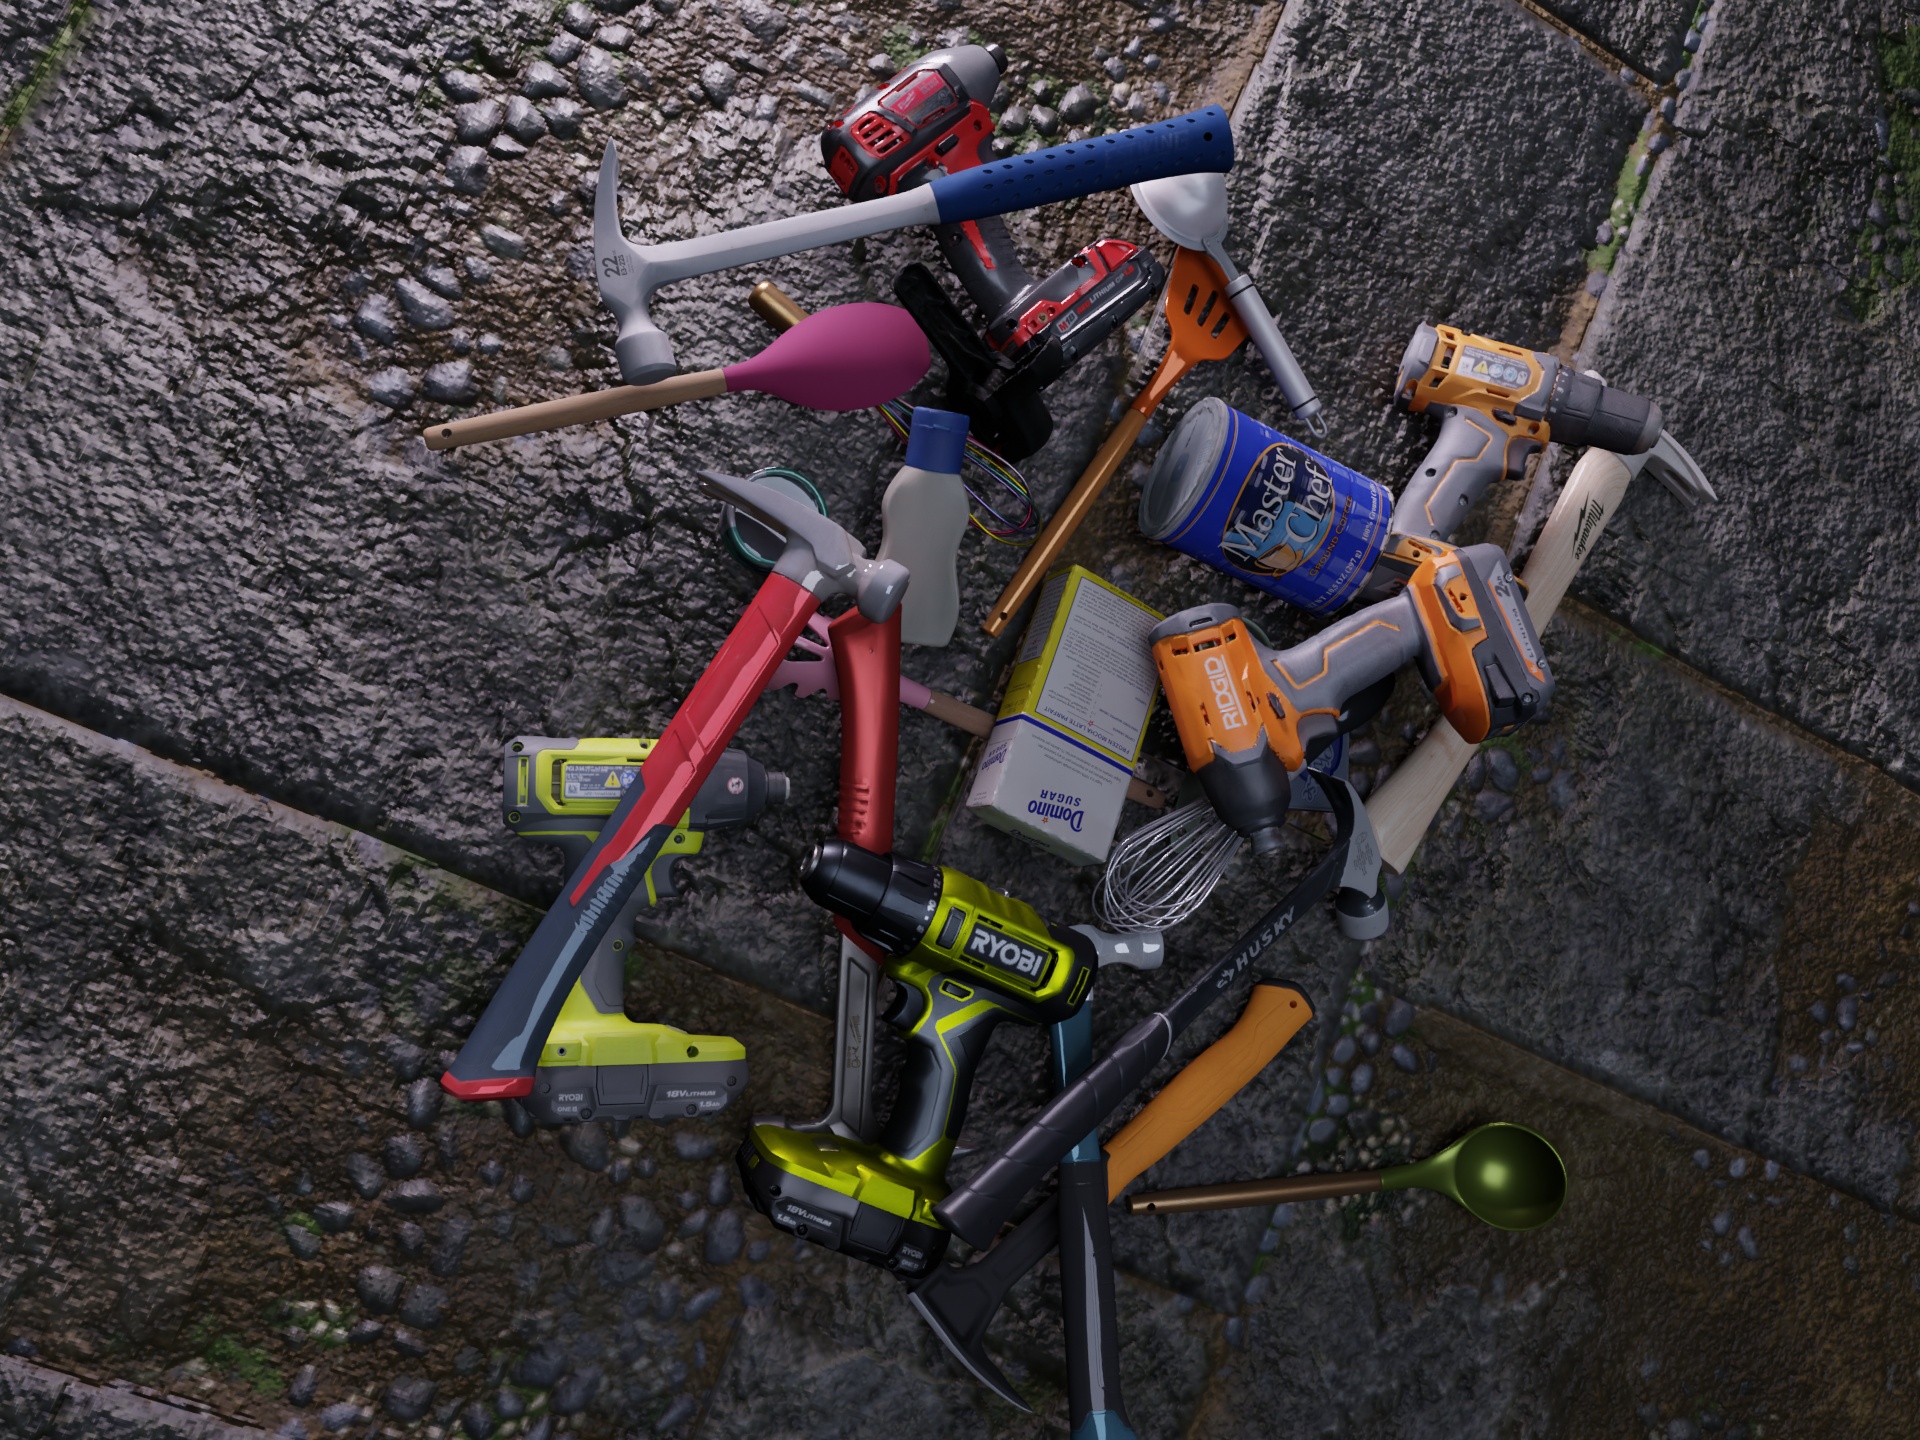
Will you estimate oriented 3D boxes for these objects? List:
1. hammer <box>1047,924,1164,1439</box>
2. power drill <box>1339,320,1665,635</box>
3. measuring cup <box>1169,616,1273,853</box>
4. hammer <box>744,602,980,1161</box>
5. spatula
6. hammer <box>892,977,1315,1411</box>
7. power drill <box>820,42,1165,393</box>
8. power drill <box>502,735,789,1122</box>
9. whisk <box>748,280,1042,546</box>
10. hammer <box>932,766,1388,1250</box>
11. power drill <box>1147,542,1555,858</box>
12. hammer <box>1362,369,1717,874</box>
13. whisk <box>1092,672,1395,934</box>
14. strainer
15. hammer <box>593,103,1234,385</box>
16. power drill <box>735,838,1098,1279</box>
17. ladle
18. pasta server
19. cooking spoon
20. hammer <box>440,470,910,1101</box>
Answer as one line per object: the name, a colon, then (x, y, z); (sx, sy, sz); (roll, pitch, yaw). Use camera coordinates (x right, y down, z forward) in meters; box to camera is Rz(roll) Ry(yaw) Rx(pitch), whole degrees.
hammer: (0.078, 0.295, 1.013); (0.128, 0.033, 0.331); (0, 72, -10)
power drill: (0.380, -0.158, 1.125); (0.185, 0.084, 0.226); (18, 79, 10)
measuring cup: (0.164, 0.008, 1.099); (0.083, 0.038, 0.167); (14, 92, -18)
hammer: (-0.052, 0.104, 1.000); (0.149, 0.037, 0.359); (2, 94, -17)
spatula: (0.106, -0.190, 1.097); (0.081, 0.041, 0.322); (37, 81, -14)
hammer: (0.116, 0.294, 1.055); (0.337, 0.034, 0.127); (-38, 83, -18)
power drill: (0.026, -0.339, 1.054); (0.143, 0.078, 0.219); (-42, 96, -15)
power drill: (-0.189, 0.122, 0.958); (0.171, 0.080, 0.223); (2, 83, -17)
whisk: (-0.041, -0.199, 1.041); (0.245, 0.051, 0.047); (40, 82, -8)
hammer: (0.137, 0.184, 1.001); (0.409, 0.036, 0.149); (-36, 127, -28)
power drill: (0.250, -0.013, 1.013); (0.226, 0.084, 0.164); (-15, 75, -1)
hammer: (0.418, -0.058, 1.180); (0.146, 0.038, 0.411); (37, 77, -14)
whisk: (0.198, 0.048, 1.067); (0.284, 0.070, 0.070); (-38, 98, -21)
strainer: (0.192, -0.311, 1.111); (0.087, 0.050, 0.258); (-34, 95, -38)
hammer: (-0.028, -0.325, 0.988); (0.405, 0.035, 0.144); (-15, 89, -7)
power drill: (-0.042, 0.195, 0.953); (0.190, 0.080, 0.228); (26, 84, -18)
ladle: (0.270, 0.325, 1.101); (0.320, 0.062, 0.078); (-1, 93, -15)
pasta server: (-0.002, -0.003, 1.051); (0.316, 0.040, 0.060); (23, 80, -19)
cooking spoon: (-0.173, -0.207, 0.993); (0.319, 0.017, 0.069); (-14, 89, -11)
hammer: (-0.187, 0.037, 0.911); (0.143, 0.038, 0.386); (30, 76, 6)
